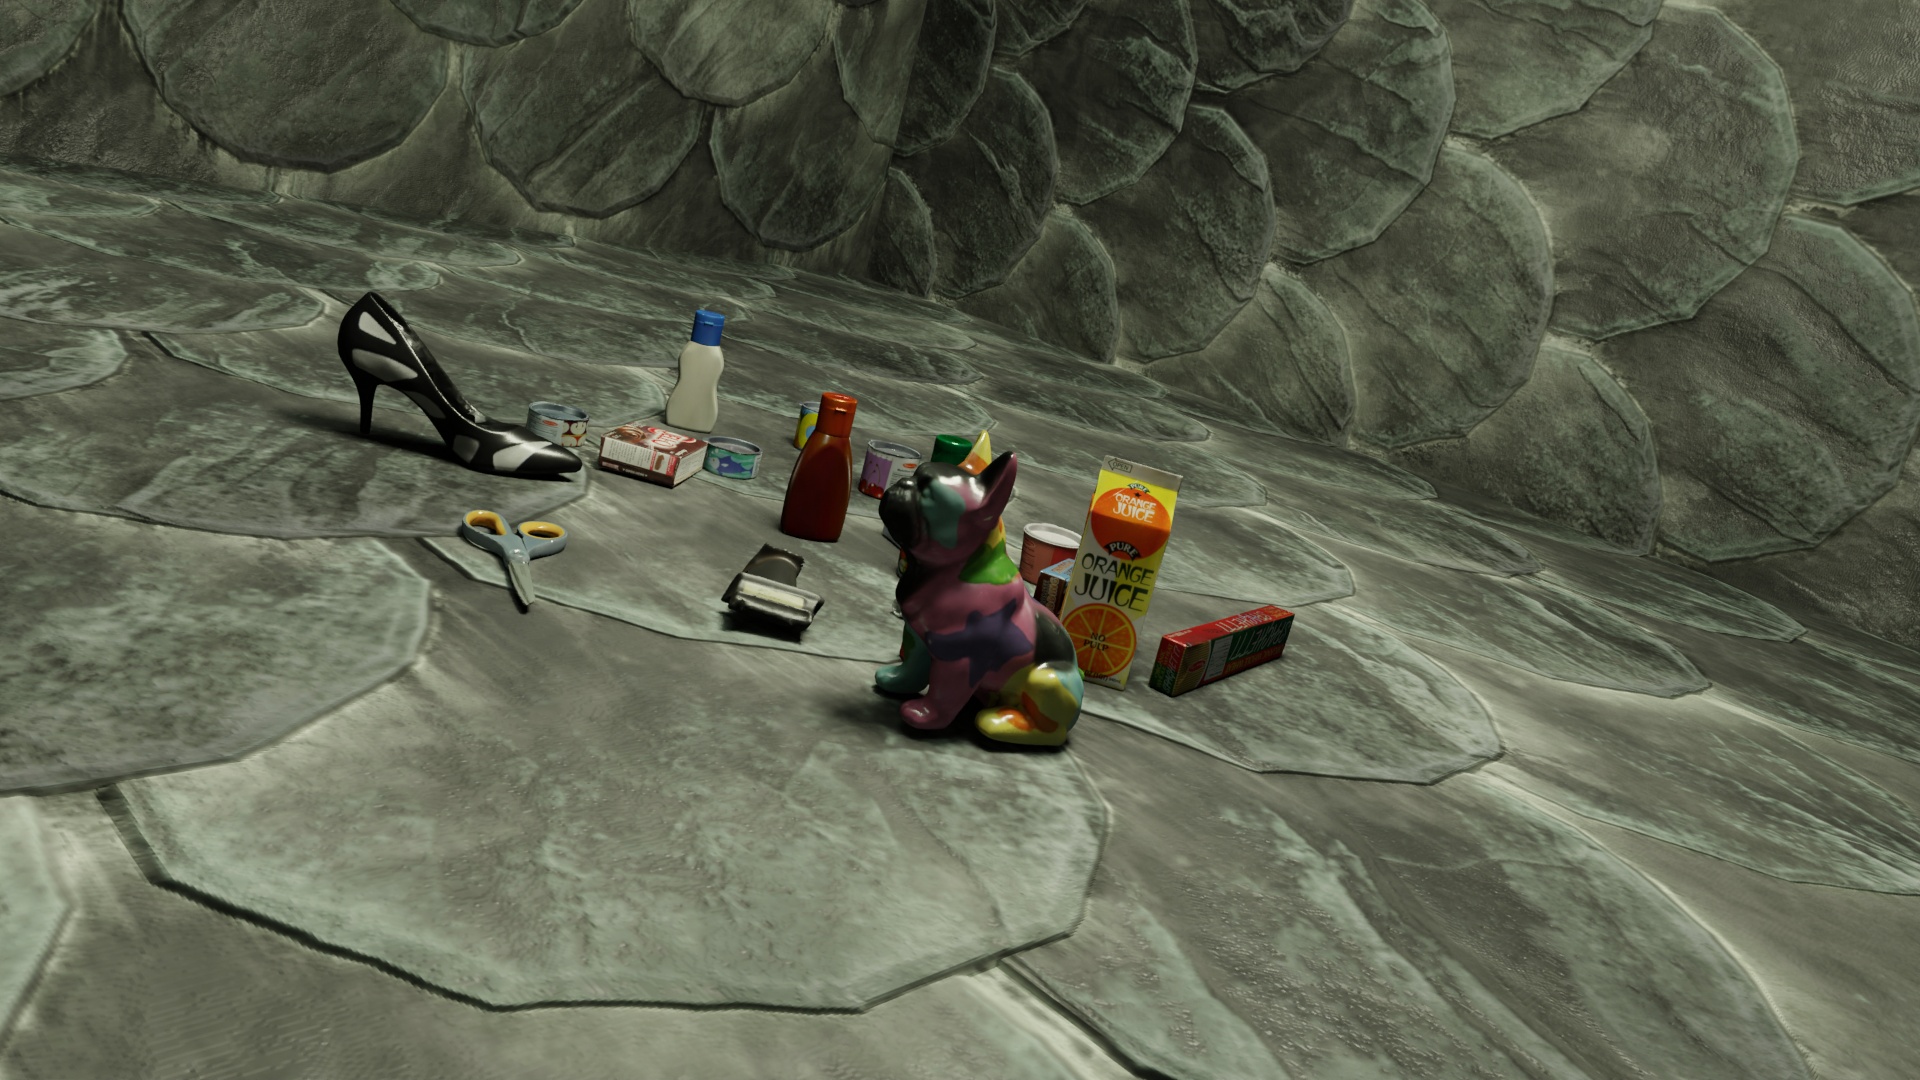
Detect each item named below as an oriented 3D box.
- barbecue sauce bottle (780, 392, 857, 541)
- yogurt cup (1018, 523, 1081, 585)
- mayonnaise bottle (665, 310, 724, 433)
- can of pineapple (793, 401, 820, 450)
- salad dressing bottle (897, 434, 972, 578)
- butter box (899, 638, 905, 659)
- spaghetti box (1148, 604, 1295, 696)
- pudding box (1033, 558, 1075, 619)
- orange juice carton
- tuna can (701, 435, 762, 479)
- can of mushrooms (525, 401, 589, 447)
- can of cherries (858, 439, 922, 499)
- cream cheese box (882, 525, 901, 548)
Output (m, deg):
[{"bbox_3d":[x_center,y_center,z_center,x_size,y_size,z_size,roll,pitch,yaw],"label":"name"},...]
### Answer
[{"bbox_3d":[-0.138,-0.075,1.415,0.065,0.148,0.044,10,15,-17],"label":"barbecue sauce bottle"},{"bbox_3d":[0.094,0.018,1.475,0.072,0.053,0.072,13,15,-3],"label":"yogurt cup"},{"bbox_3d":[-0.326,-0.212,1.736,0.065,0.147,0.041,11,15,-13],"label":"mayonnaise bottle"},{"bbox_3d":[-0.181,-0.144,1.799,0.071,0.057,0.071,13,15,-3],"label":"can of pineapple"},{"bbox_3d":[-0.023,-0.029,1.355,0.044,0.147,0.064,6,17,-30],"label":"salad dressing bottle"},{"bbox_3d":[0.004,0.080,1.169,0.103,0.053,0.024,7,16,-25],"label":"butter box"},{"bbox_3d":[0.254,0.102,1.325,0.029,0.050,0.251,24,18,32],"label":"spaghetti box"},{"bbox_3d":[0.100,0.050,1.372,0.030,0.049,0.084,20,16,20],"label":"pudding box"},{"bbox_3d":[0.136,0.025,1.221,0.072,0.192,0.073,15,15,3],"label":"orange juice carton"},{"bbox_3d":[-0.265,-0.096,1.594,0.071,0.032,0.071,13,15,-3],"label":"tuna can"},{"bbox_3d":[-0.448,-0.129,1.547,0.071,0.033,0.071,13,15,-3],"label":"can of mushrooms"},{"bbox_3d":[-0.086,-0.083,1.665,0.071,0.058,0.072,13,15,-3],"label":"can of cherries"},{"bbox_3d":[-0.046,-0.013,1.456,0.024,0.053,0.104,5,17,-31],"label":"cream cheese box"}]
